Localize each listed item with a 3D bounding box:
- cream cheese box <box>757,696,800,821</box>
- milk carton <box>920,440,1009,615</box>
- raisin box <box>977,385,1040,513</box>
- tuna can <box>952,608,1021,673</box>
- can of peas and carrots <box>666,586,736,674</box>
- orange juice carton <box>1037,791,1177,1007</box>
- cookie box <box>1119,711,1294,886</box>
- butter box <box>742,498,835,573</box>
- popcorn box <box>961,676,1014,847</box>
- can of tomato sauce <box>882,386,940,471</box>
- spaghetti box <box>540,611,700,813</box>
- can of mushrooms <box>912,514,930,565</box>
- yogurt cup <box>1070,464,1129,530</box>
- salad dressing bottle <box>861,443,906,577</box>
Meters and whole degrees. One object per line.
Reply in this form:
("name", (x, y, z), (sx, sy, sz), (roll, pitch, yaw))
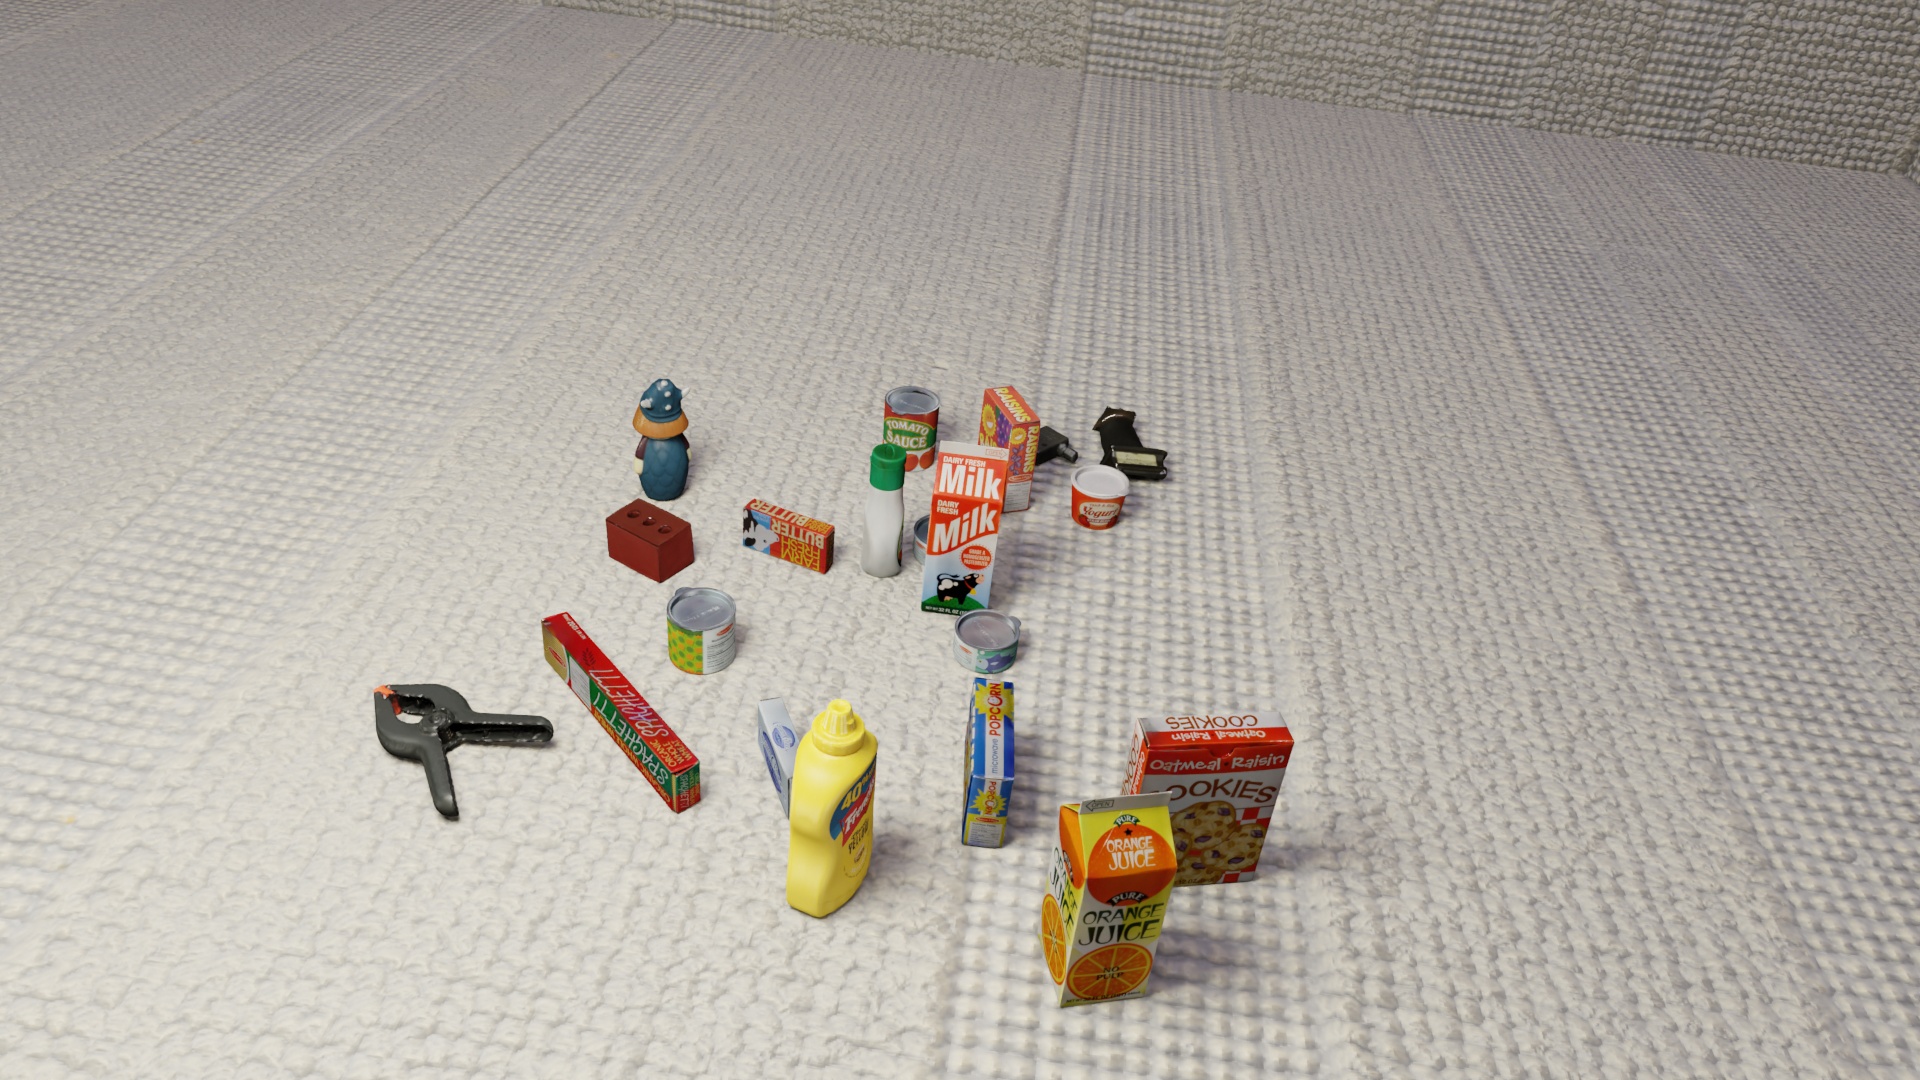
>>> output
("cream cheese box", (-0.155, 0.191, 1.224), (0.024, 0.053, 0.104), (-9, 38, -20))
("milk carton", (0.005, -0.018, 1.426), (0.072, 0.189, 0.074), (7, 35, 1))
("raisin box", (0.054, -0.106, 1.616), (0.040, 0.122, 0.086), (-8, 38, -20))
("tuna can", (0.028, 0.101, 1.398), (0.071, 0.032, 0.071), (4, 35, -3))
("can of peas and carrots", (-0.253, 0.087, 1.351), (0.071, 0.058, 0.071), (4, 35, -3))
("orange juice carton", (0.111, 0.260, 1.048), (0.072, 0.191, 0.073), (-3, 36, -13))
("cookie box", (0.195, 0.216, 1.145), (0.123, 0.166, 0.040), (-1, 36, -11))
("butter box", (-0.185, -0.005, 1.496), (0.103, 0.052, 0.024), (18, 37, 17))
("popcorn box", (0.024, 0.194, 1.221), (0.038, 0.084, 0.127), (5, 35, -2))
("can of tomato sauce", (-0.061, -0.133, 1.671), (0.071, 0.082, 0.071), (4, 35, -3))
("spaghetti box", (-0.310, 0.151, 1.259), (0.029, 0.049, 0.251), (-22, 44, -34))
("can of mushrooms", (-0.017, 0.001, 1.531), (0.071, 0.033, 0.071), (4, 35, -3))
("yogurt cup", (0.159, -0.049, 1.612), (0.072, 0.053, 0.073), (4, 35, -3))
("salad dressing bottle", (-0.080, -0.031, 1.469), (0.044, 0.146, 0.064), (2, 35, -6))
